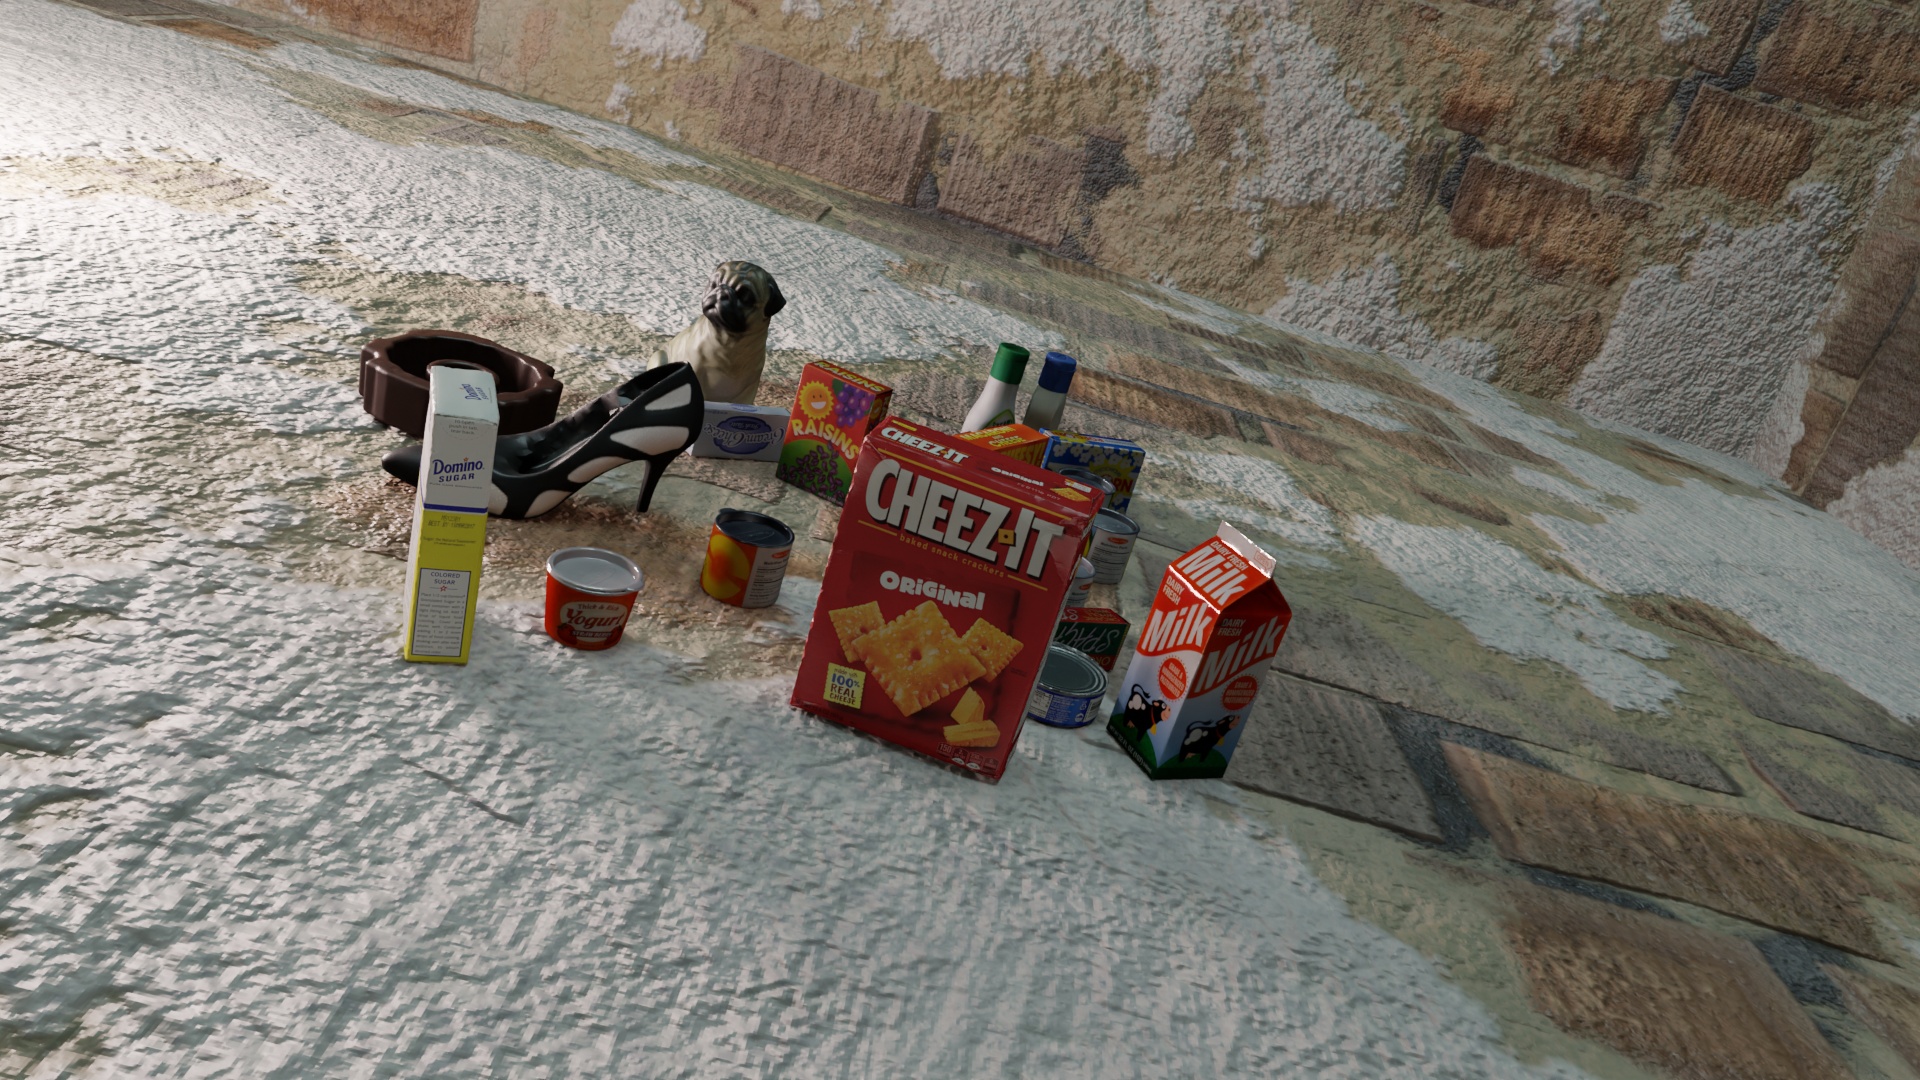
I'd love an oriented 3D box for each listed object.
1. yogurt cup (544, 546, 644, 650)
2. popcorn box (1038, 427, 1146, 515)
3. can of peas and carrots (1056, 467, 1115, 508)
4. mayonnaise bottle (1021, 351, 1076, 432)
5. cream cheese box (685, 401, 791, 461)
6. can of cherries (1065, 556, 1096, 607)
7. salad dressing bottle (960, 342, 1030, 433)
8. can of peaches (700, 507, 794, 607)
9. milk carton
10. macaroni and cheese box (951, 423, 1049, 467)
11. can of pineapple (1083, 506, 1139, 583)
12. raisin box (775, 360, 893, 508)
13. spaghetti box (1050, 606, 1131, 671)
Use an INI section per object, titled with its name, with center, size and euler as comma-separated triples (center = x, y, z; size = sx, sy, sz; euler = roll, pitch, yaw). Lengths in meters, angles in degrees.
[yogurt cup]
center = -0.266, 0.043, 0.995
size = 0.072, 0.053, 0.073
euler = 15, 21, -6
[popcorn box]
center = 0.137, -0.074, 1.549
size = 0.127, 0.085, 0.038
euler = 5, 24, -29
[can of peas and carrots]
center = 0.126, -0.040, 1.493
size = 0.071, 0.058, 0.071
euler = 15, 21, -6
[mayonnaise bottle]
center = 0.095, -0.143, 1.600
size = 0.041, 0.147, 0.065
euler = 21, 21, 9
[cream cheese box]
center = -0.224, -0.110, 1.404
size = 0.104, 0.053, 0.024
euler = 2, 26, -35
[can of cherries]
center = 0.081, 0.042, 1.259
size = 0.071, 0.058, 0.072
euler = 15, 21, -6
[salad dressing bottle]
center = 0.040, -0.150, 1.577
size = 0.064, 0.147, 0.044
euler = -2, 28, -41
[can of peaches]
center = -0.175, 0.014, 1.130
size = 0.071, 0.057, 0.071
euler = 15, 21, -6
[milk carton]
center = 0.186, 0.084, 1.054
size = 0.073, 0.189, 0.072
euler = 4, 24, -31
[macaroni and cheese box]
center = 0.007, -0.014, 1.189
size = 0.040, 0.165, 0.124
euler = 28, 23, 26
[can of pineapple]
center = 0.140, 0.003, 1.400
size = 0.071, 0.057, 0.071
euler = 15, 21, -6
[raisin box]
center = -0.125, -0.106, 1.374
size = 0.086, 0.123, 0.040
euler = 25, 22, 19
[spaghetti box]
center = 0.027, 0.079, 1.136
size = 0.250, 0.050, 0.029
euler = 4, 25, -31
